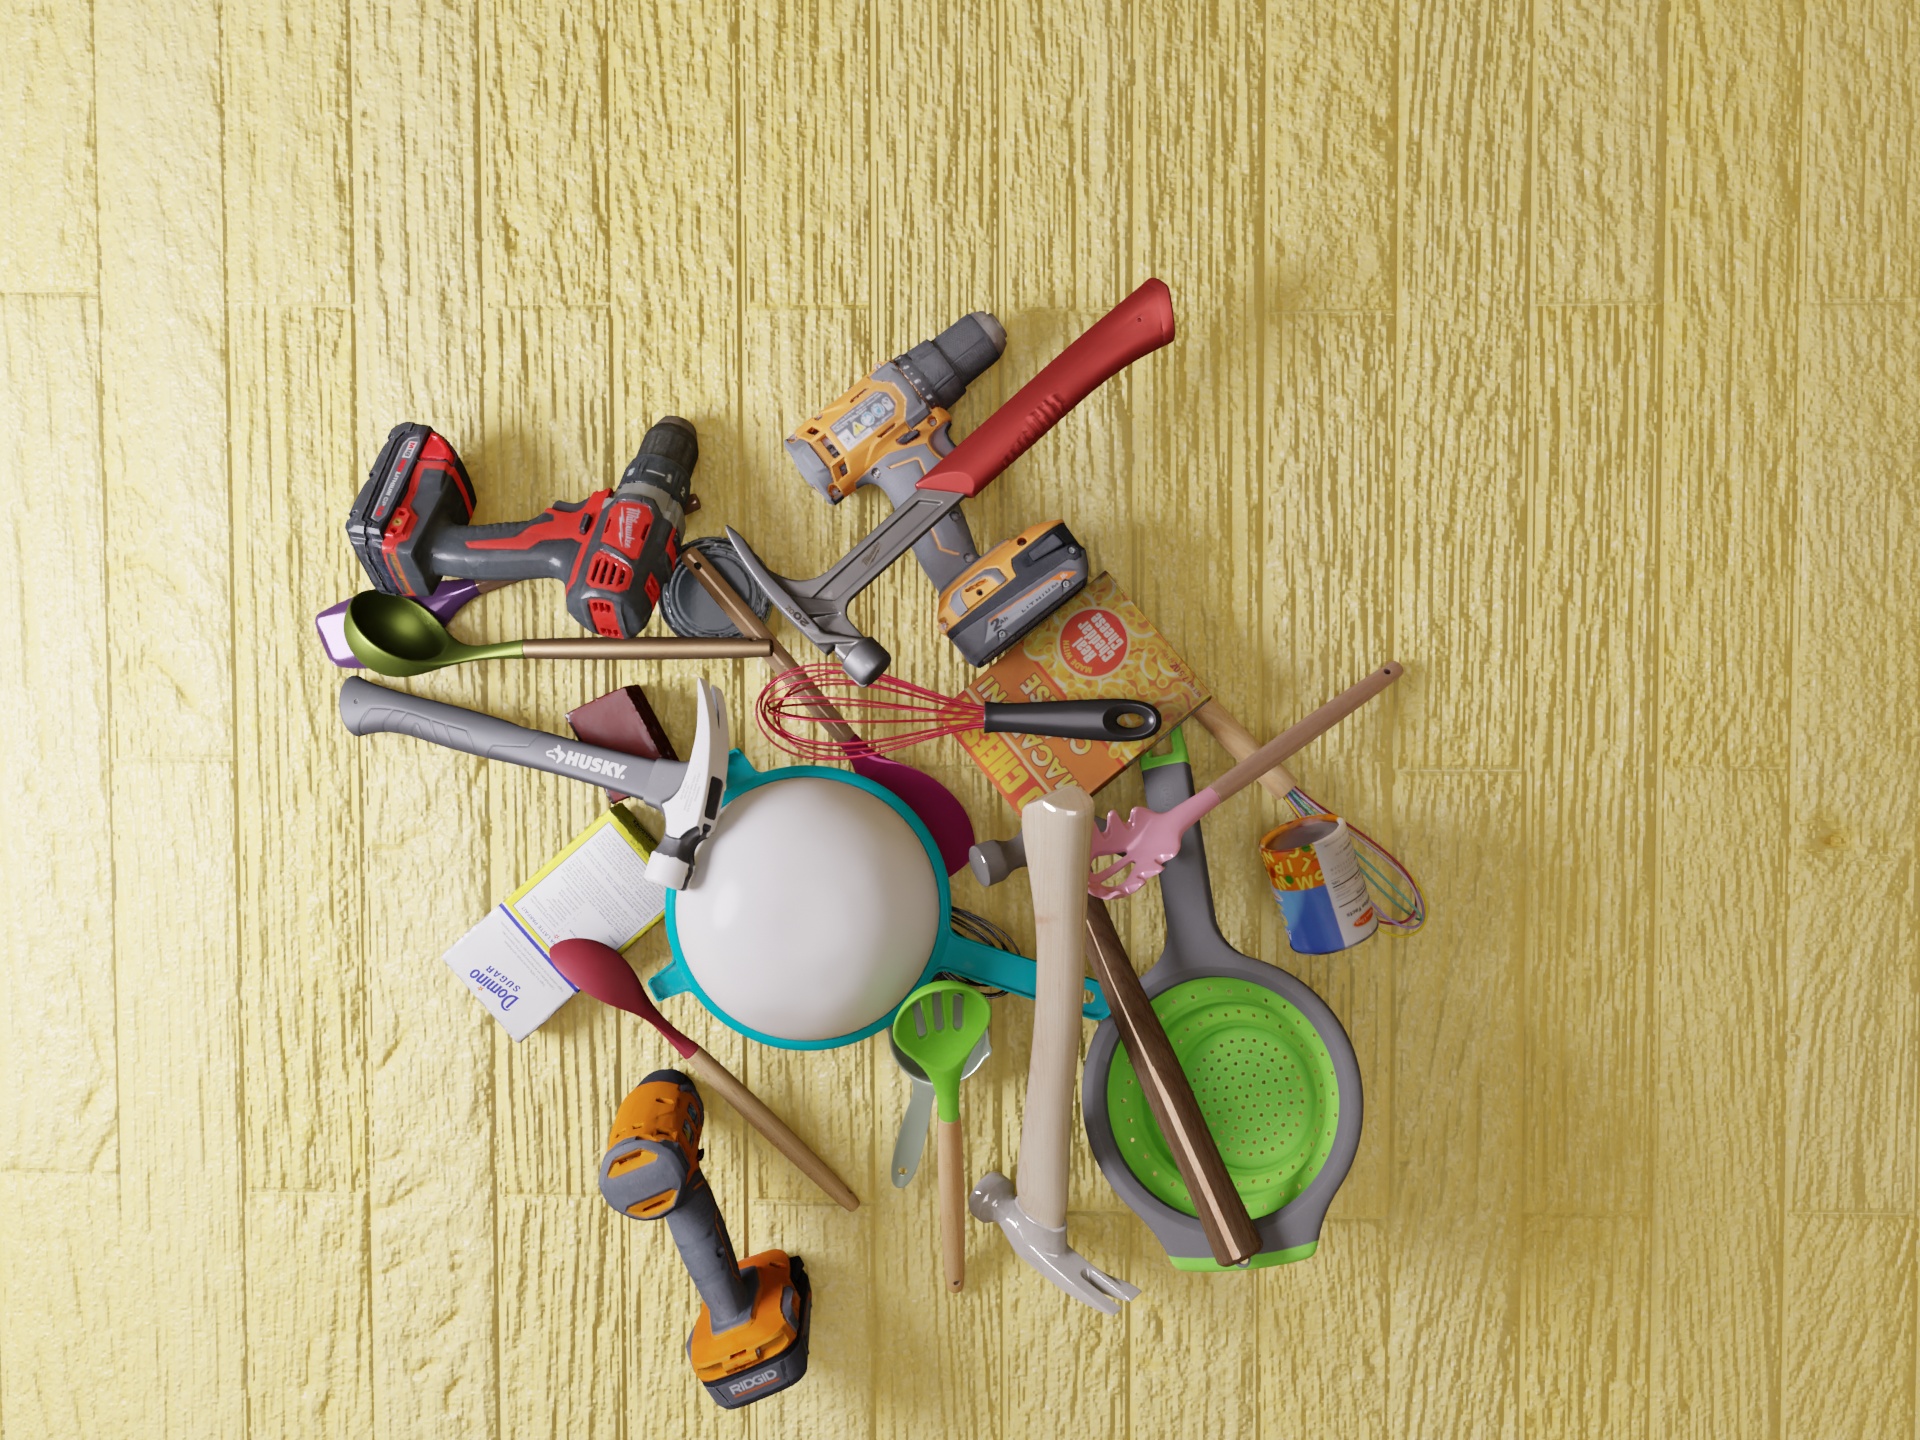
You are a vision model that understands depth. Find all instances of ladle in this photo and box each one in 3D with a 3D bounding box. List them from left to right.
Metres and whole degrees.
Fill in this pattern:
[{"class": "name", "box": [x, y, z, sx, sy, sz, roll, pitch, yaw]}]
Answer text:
[{"class": "ladle", "box": [-0.298, -0.064, 1.177, 0.320, 0.078, 0.062, 0, 119, 5]}, {"class": "ladle", "box": [-0.185, 0.268, 1.197, 0.031, 0.069, 0.315, -41, 106, 7]}]

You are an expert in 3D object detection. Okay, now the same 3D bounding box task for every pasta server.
[{"class": "pasta server", "box": [0.205, 0.037, 1.153, 0.316, 0.040, 0.060, -32, 67, -18]}]

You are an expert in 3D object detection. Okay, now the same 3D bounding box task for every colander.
[{"class": "colander", "box": [0.190, 0.199, 1.190, 0.204, 0.094, 0.397, -13, 73, 21]}]

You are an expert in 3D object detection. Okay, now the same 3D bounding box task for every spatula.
[{"class": "spatula", "box": [-0.347, -0.111, 1.226, 0.316, 0.018, 0.060, -21, 94, 4]}]

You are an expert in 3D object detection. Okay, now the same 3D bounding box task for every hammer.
[{"class": "hammer", "box": [-0.320, 0.013, 1.169, 0.335, 0.035, 0.146, 13, 80, 21]}, {"class": "hammer", "box": [0.009, -0.194, 1.130, 0.359, 0.036, 0.149, -43, 82, -6]}, {"class": "hammer", "box": [0.072, 0.229, 1.088, 0.146, 0.038, 0.410, 28, 130, 37]}, {"class": "hammer", "box": [0.129, 0.217, 1.118, 0.130, 0.031, 0.331, -19, 76, -22]}]

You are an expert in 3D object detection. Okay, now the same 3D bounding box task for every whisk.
[{"class": "whisk", "box": [-0.053, 0.128, 1.212, 0.239, 0.055, 0.055, 37, 93, 5]}, {"class": "whisk", "box": [-0.002, -0.004, 1.154, 0.296, 0.073, 0.073, 2, 92, 0]}, {"class": "whisk", "box": [0.261, 0.071, 1.200, 0.245, 0.051, 0.047, 45, 99, 3]}]

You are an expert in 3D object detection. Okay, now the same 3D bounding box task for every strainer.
[{"class": "strainer", "box": [-0.051, 0.158, 1.130, 0.340, 0.095, 0.211, 18, 91, 1]}]

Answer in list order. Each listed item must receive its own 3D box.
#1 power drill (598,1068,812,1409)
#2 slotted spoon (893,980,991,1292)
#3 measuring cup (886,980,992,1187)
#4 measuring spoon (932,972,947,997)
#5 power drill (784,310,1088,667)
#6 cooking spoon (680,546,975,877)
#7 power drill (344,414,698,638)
[{"class": "power drill", "box": [-0.189, 0.371, 1.183, 0.084, 0.164, 0.226, -23, 104, 3]}, {"class": "slotted spoon", "box": [-0.010, 0.307, 1.160, 0.070, 0.031, 0.313, -8, 121, -10]}, {"class": "measuring cup", "box": [-0.027, 0.279, 1.224, 0.083, 0.038, 0.167, 15, 103, 0]}, {"class": "measuring spoon", "box": [-0.054, 0.173, 1.226, 0.124, 0.018, 0.034, 40, 93, -1]}, {"class": "power drill", "box": [0.005, -0.176, 1.183, 0.185, 0.084, 0.226, -38, 86, 1]}, {"class": "cooking spoon", "box": [-0.101, -0.005, 1.200, 0.069, 0.017, 0.318, -39, 101, 7]}, {"class": "power drill", "box": [-0.311, -0.159, 1.174, 0.226, 0.080, 0.188, 9, 59, 6]}]
